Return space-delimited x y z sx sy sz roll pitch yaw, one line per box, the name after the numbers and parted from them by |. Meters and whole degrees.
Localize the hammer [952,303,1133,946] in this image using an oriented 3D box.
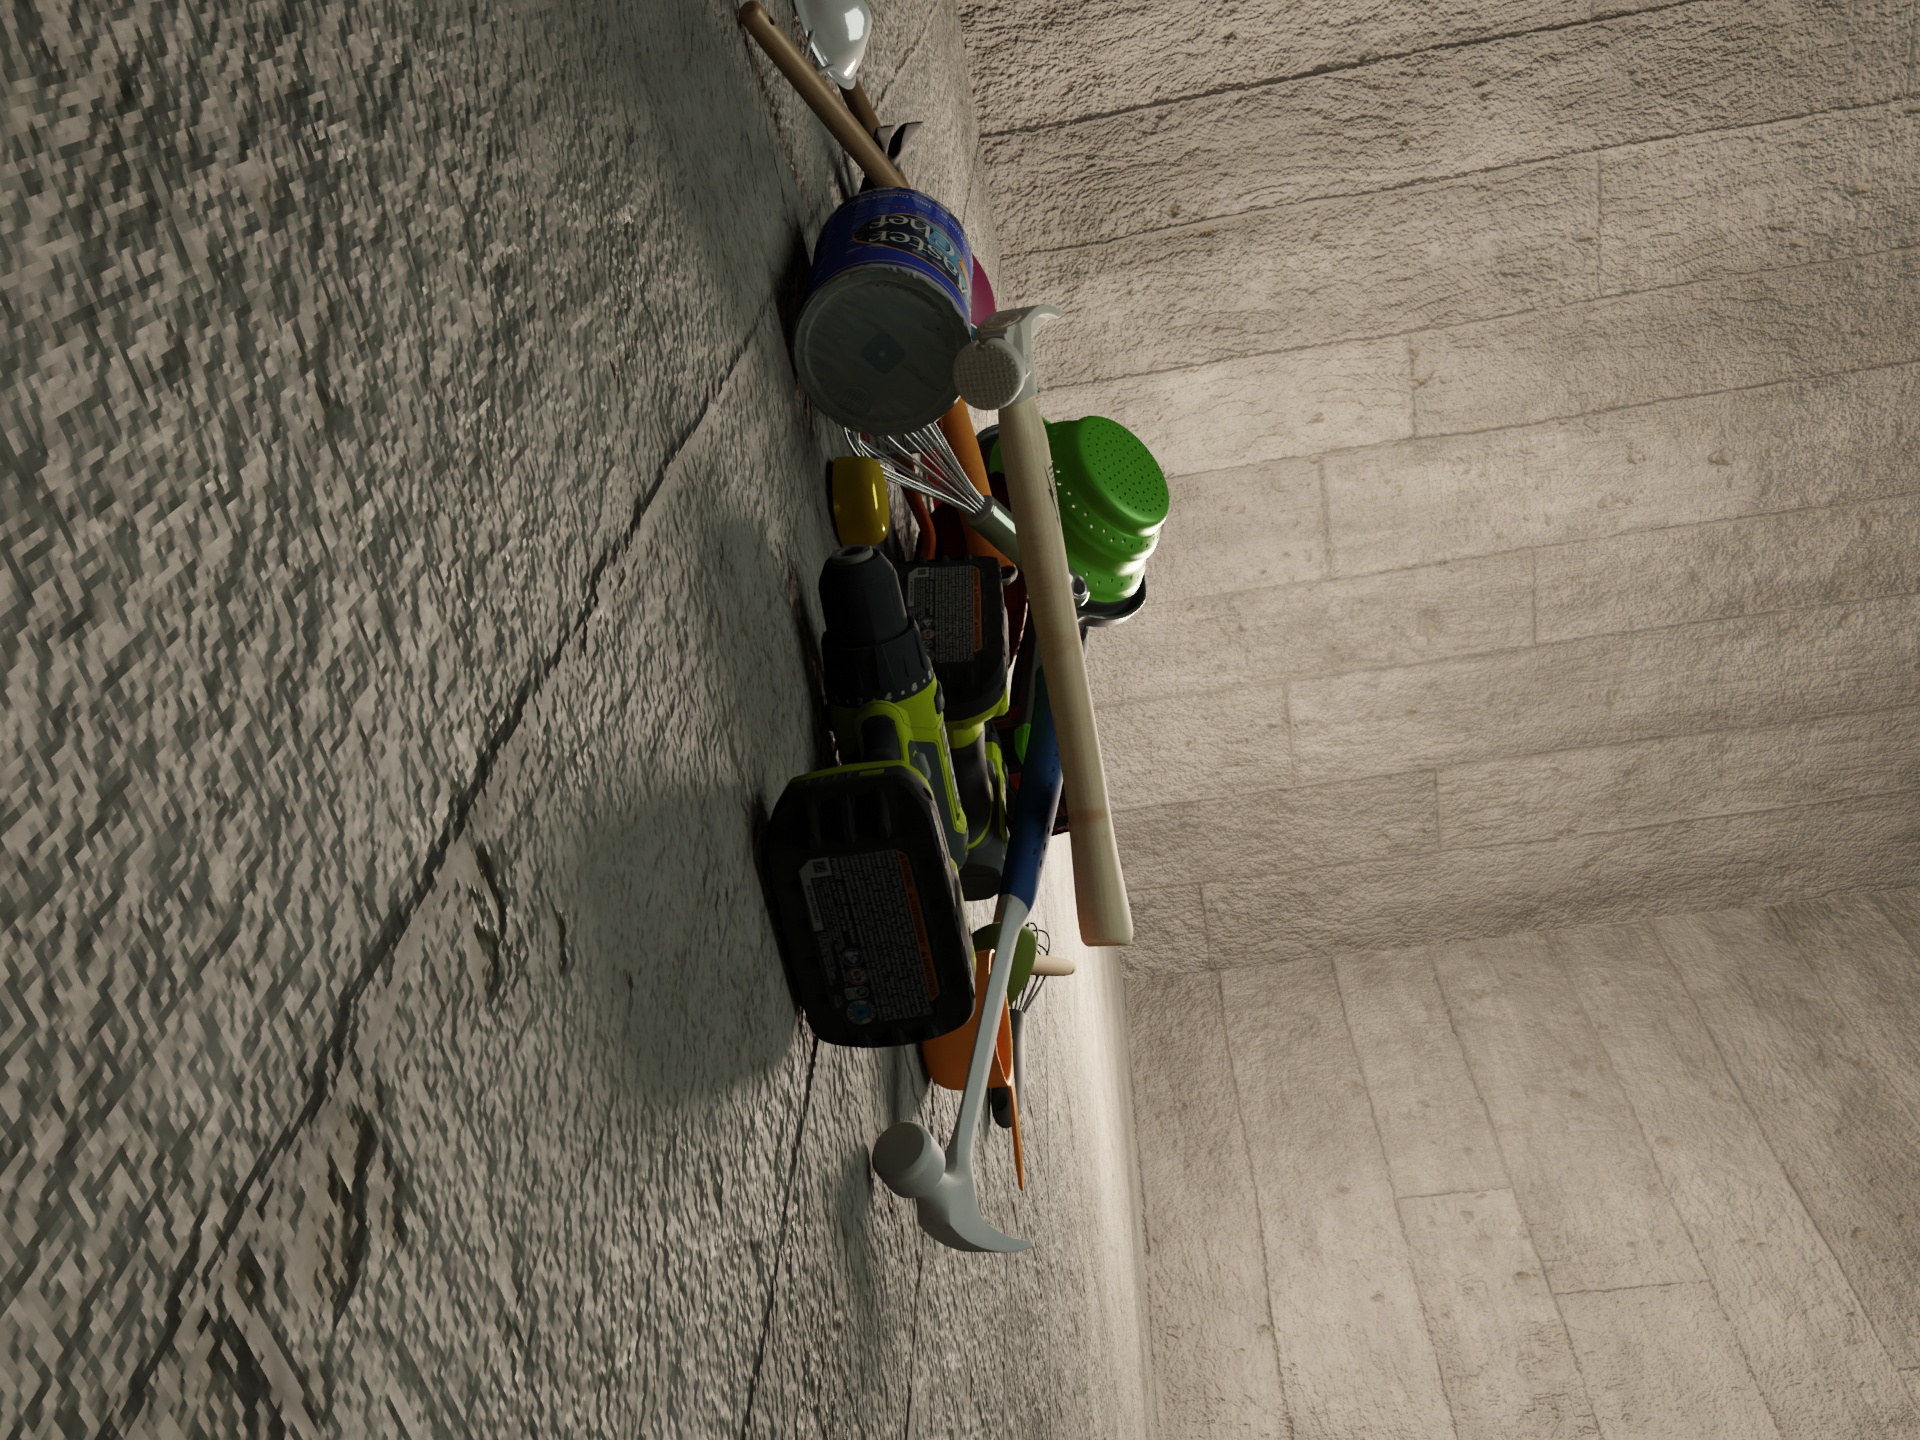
0.064 -0.045 0.980 0.146 0.038 0.410 -61 143 -61 | hammer

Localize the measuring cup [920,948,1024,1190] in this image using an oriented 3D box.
0.008 0.234 1.039 0.095 0.052 0.173 -77 159 -71 | measuring cup

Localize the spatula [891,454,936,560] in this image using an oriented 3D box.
-0.055 -0.204 1.154 0.081 0.041 0.322 -32 110 -82 | spatula

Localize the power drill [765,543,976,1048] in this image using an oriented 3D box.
-0.040 0.032 0.787 0.229 0.080 0.190 -89 169 -64 | power drill

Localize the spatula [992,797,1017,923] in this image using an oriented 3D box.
0.039 0.126 1.222 0.315 0.018 0.060 97 -4 -52 | spatula

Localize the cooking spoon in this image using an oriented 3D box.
-0.046 -0.346 1.018 0.318 0.017 0.069 35 45 -56 | cooking spoon

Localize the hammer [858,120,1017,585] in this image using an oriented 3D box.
-0.015 -0.257 1.144 0.127 0.034 0.337 128 -52 -72 | hammer

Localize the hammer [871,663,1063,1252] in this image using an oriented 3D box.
0.032 0.127 0.976 0.406 0.035 0.143 -75 147 -40 | hammer

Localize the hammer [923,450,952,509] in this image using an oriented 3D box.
-0.016 -0.235 1.342 0.143 0.038 0.386 -43 124 -66 | hammer

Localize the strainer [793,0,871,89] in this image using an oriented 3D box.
-0.092 -0.532 1.158 0.086 0.050 0.259 54 20 -38 | strainer

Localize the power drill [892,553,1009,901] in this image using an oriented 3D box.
-0.002 -0.004 1.117 0.223 0.080 0.171 83 5 -49 | power drill

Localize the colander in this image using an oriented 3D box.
0.099 -0.127 1.288 0.204 0.094 0.397 31 44 -25 | colander

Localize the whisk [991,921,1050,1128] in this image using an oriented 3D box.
0.048 0.255 1.357 0.239 0.055 0.055 -81 161 -56 | whisk

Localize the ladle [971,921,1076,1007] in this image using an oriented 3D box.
0.061 0.203 1.279 0.078 0.062 0.320 -57 160 1 | ladle

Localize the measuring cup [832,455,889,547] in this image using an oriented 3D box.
-0.053 -0.088 0.991 0.062 0.029 0.156 -70 152 -75 | measuring cup

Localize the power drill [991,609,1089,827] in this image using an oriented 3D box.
0.073 -0.024 1.355 0.143 0.078 0.220 57 30 -47 | power drill

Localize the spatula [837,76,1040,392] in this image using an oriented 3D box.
-0.024 -0.393 1.253 0.317 0.044 0.082 60 7 -33 | spatula

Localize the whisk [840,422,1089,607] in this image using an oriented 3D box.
0.007 -0.144 1.059 0.246 0.059 0.058 37 62 -37 | whisk
